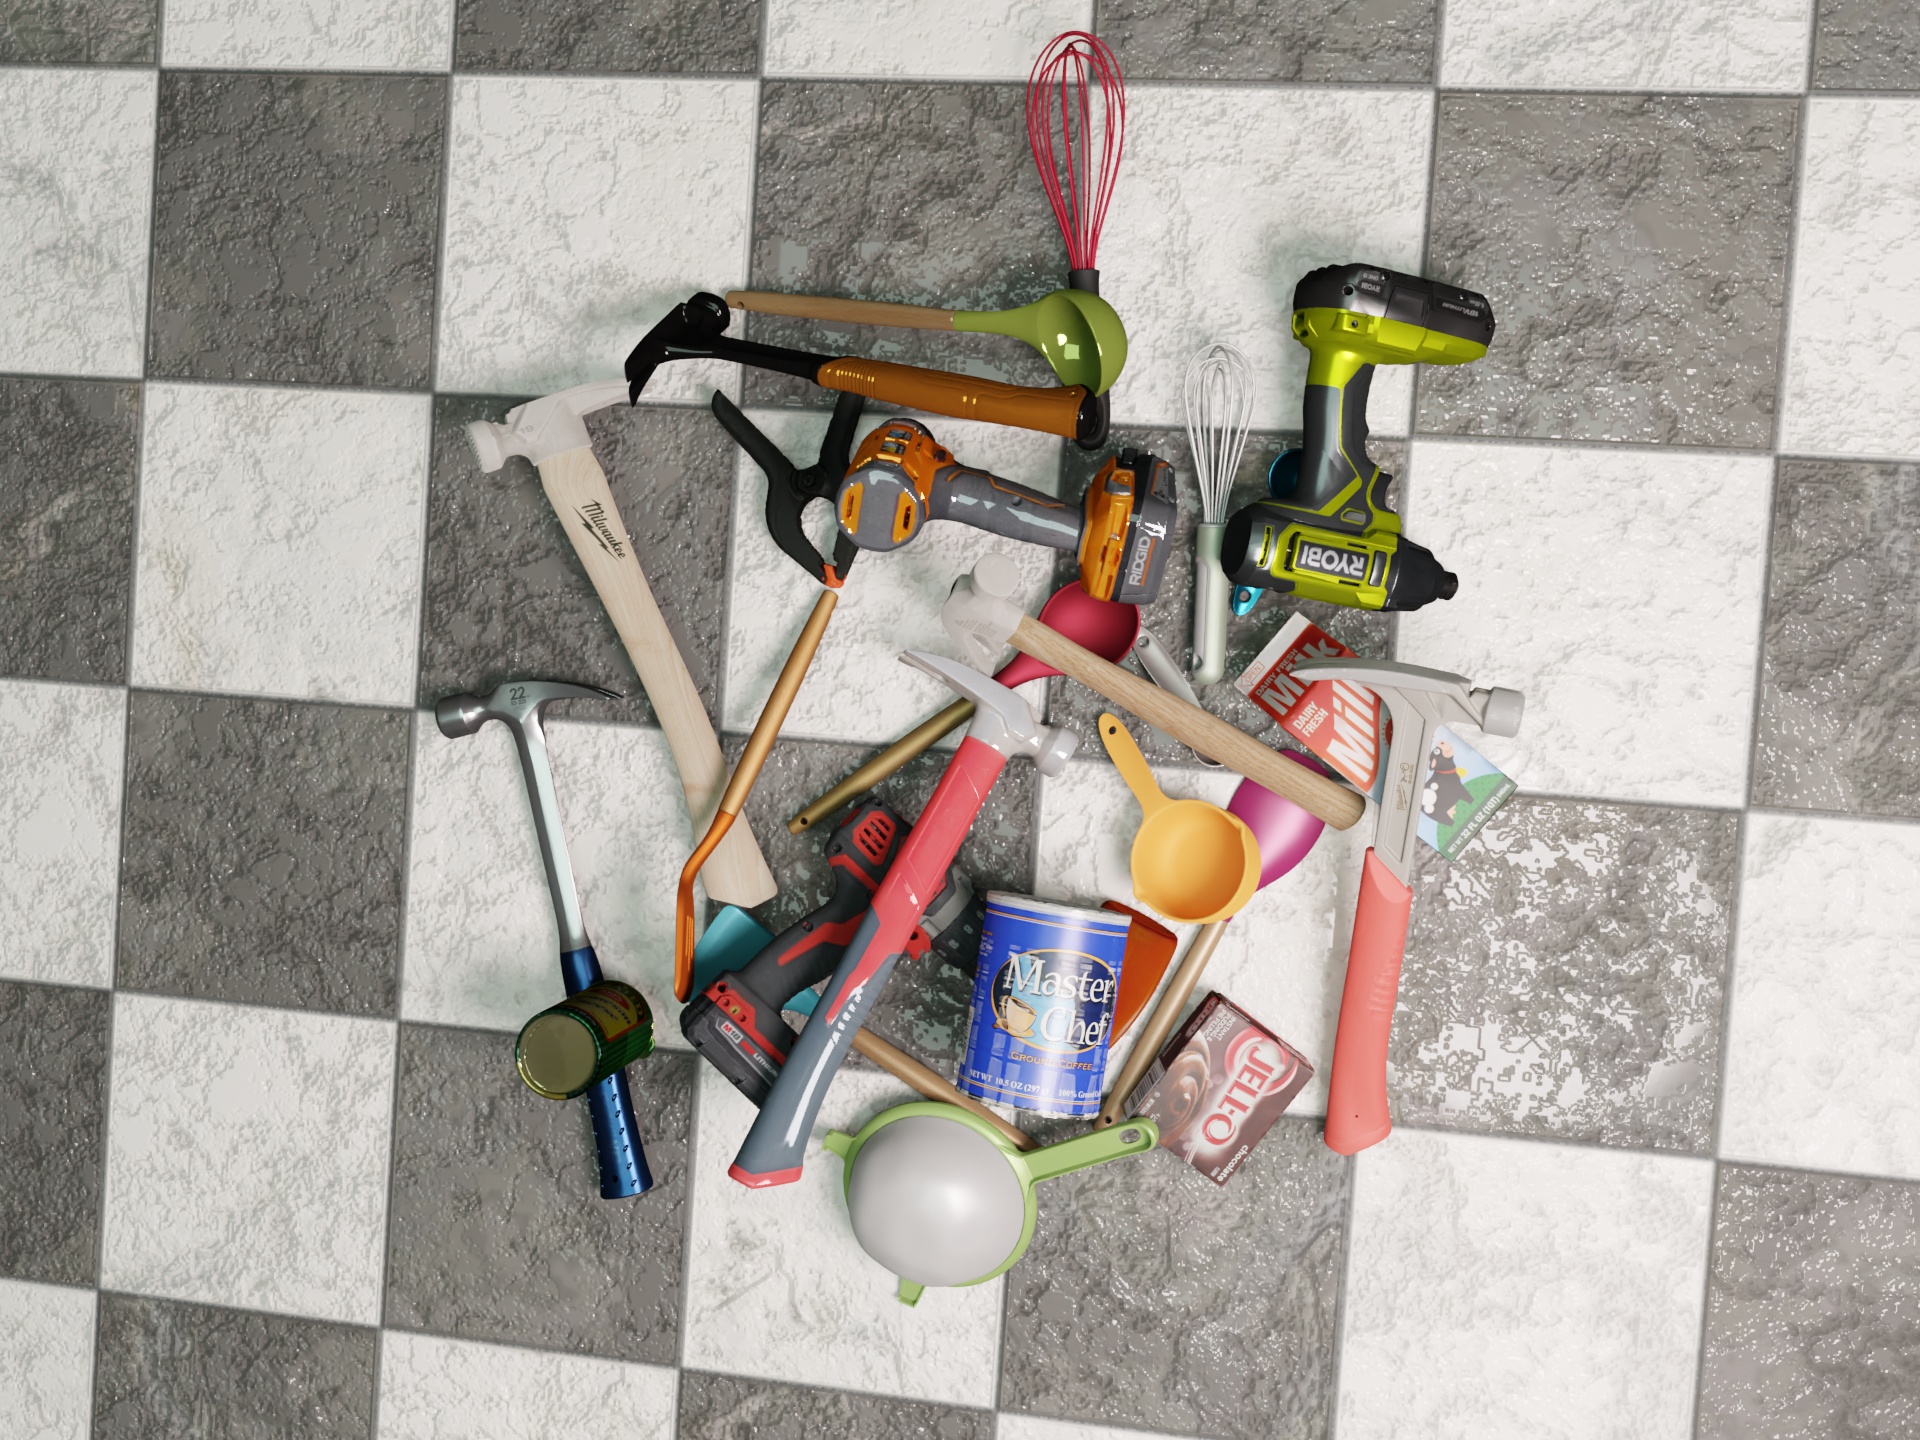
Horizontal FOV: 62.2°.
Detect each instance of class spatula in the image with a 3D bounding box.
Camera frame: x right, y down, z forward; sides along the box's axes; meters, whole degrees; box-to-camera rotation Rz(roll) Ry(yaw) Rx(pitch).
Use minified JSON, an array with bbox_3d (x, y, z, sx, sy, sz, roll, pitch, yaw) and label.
[{"bbox_3d":[-0.153,0.051,1.172,0.041,0.081,0.323,23,78,3],"label":"spatula"},{"bbox_3d":[-0.062,0.253,1.195,0.317,0.044,0.082,32,90,5],"label":"spatula"}]

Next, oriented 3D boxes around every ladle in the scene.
[{"bbox_3d":[-0.032,-0.286,1.153,0.320,0.062,0.078,10,136,19],"label":"ladle"},{"bbox_3d":[-0.002,-0.004,1.189,0.315,0.031,0.069,-34,91,9],"label":"ladle"}]

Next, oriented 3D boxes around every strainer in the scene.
[{"bbox_3d":[0.021,0.342,1.144,0.256,0.069,0.151,-23,96,21],"label":"strainer"}]

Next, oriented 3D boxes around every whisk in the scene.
[{"bbox_3d":[0.088,-0.346,1.155,0.073,0.073,0.296,-2,98,8],"label":"whisk"},{"bbox_3d":[0.183,-0.148,1.150,0.059,0.058,0.246,-1,96,-22],"label":"whisk"}]

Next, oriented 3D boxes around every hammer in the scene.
[{"bbox_3d":[-0.069,-0.240,1.126,0.337,0.127,0.034,14,134,16],"label":"hammer"},{"bbox_3d":[-0.066,0.138,1.104,0.143,0.038,0.386,31,74,-5],"label":"hammer"},{"bbox_3d":[0.280,0.135,1.096,0.149,0.037,0.359,11,110,19],"label":"hammer"},{"bbox_3d":[-0.295,0.165,1.230,0.144,0.035,0.405,-13,90,9],"label":"hammer"},{"bbox_3d":[-0.224,-0.055,1.202,0.146,0.038,0.410,-24,94,-19],"label":"hammer"},{"bbox_3d":[0.136,-0.010,1.113,0.331,0.130,0.031,29,70,-8],"label":"hammer"}]

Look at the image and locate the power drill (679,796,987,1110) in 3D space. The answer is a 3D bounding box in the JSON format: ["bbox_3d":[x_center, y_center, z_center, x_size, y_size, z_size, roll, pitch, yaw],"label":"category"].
[{"bbox_3d":[-0.071,0.192,1.154,0.188,0.080,0.227,44,74,-3],"label":"power drill"}]

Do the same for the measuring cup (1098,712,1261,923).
[{"bbox_3d":[0.154,0.069,1.161,0.095,0.052,0.174,-37,64,18],"label":"measuring cup"}]

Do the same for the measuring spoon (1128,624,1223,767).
[{"bbox_3d":[0.162,-0.019,1.173,0.034,0.018,0.124,-33,80,0],"label":"measuring spoon"}]

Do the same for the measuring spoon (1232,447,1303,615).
[{"bbox_3d":[0.225,-0.138,1.160,0.042,0.021,0.128,20,103,-10],"label":"measuring spoon"}]

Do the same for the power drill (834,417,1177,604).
[{"bbox_3d":[0.034,-0.160,1.126,0.226,0.164,0.084,11,119,0],"label":"power drill"}]

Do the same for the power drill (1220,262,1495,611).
[{"bbox_3d":[0.287,-0.190,1.109,0.171,0.080,0.223,10,96,-14],"label":"power drill"}]

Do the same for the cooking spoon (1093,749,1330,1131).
[{"bbox_3d":[0.179,0.168,1.170,0.069,0.017,0.319,29,95,9],"label":"cooking spoon"}]
